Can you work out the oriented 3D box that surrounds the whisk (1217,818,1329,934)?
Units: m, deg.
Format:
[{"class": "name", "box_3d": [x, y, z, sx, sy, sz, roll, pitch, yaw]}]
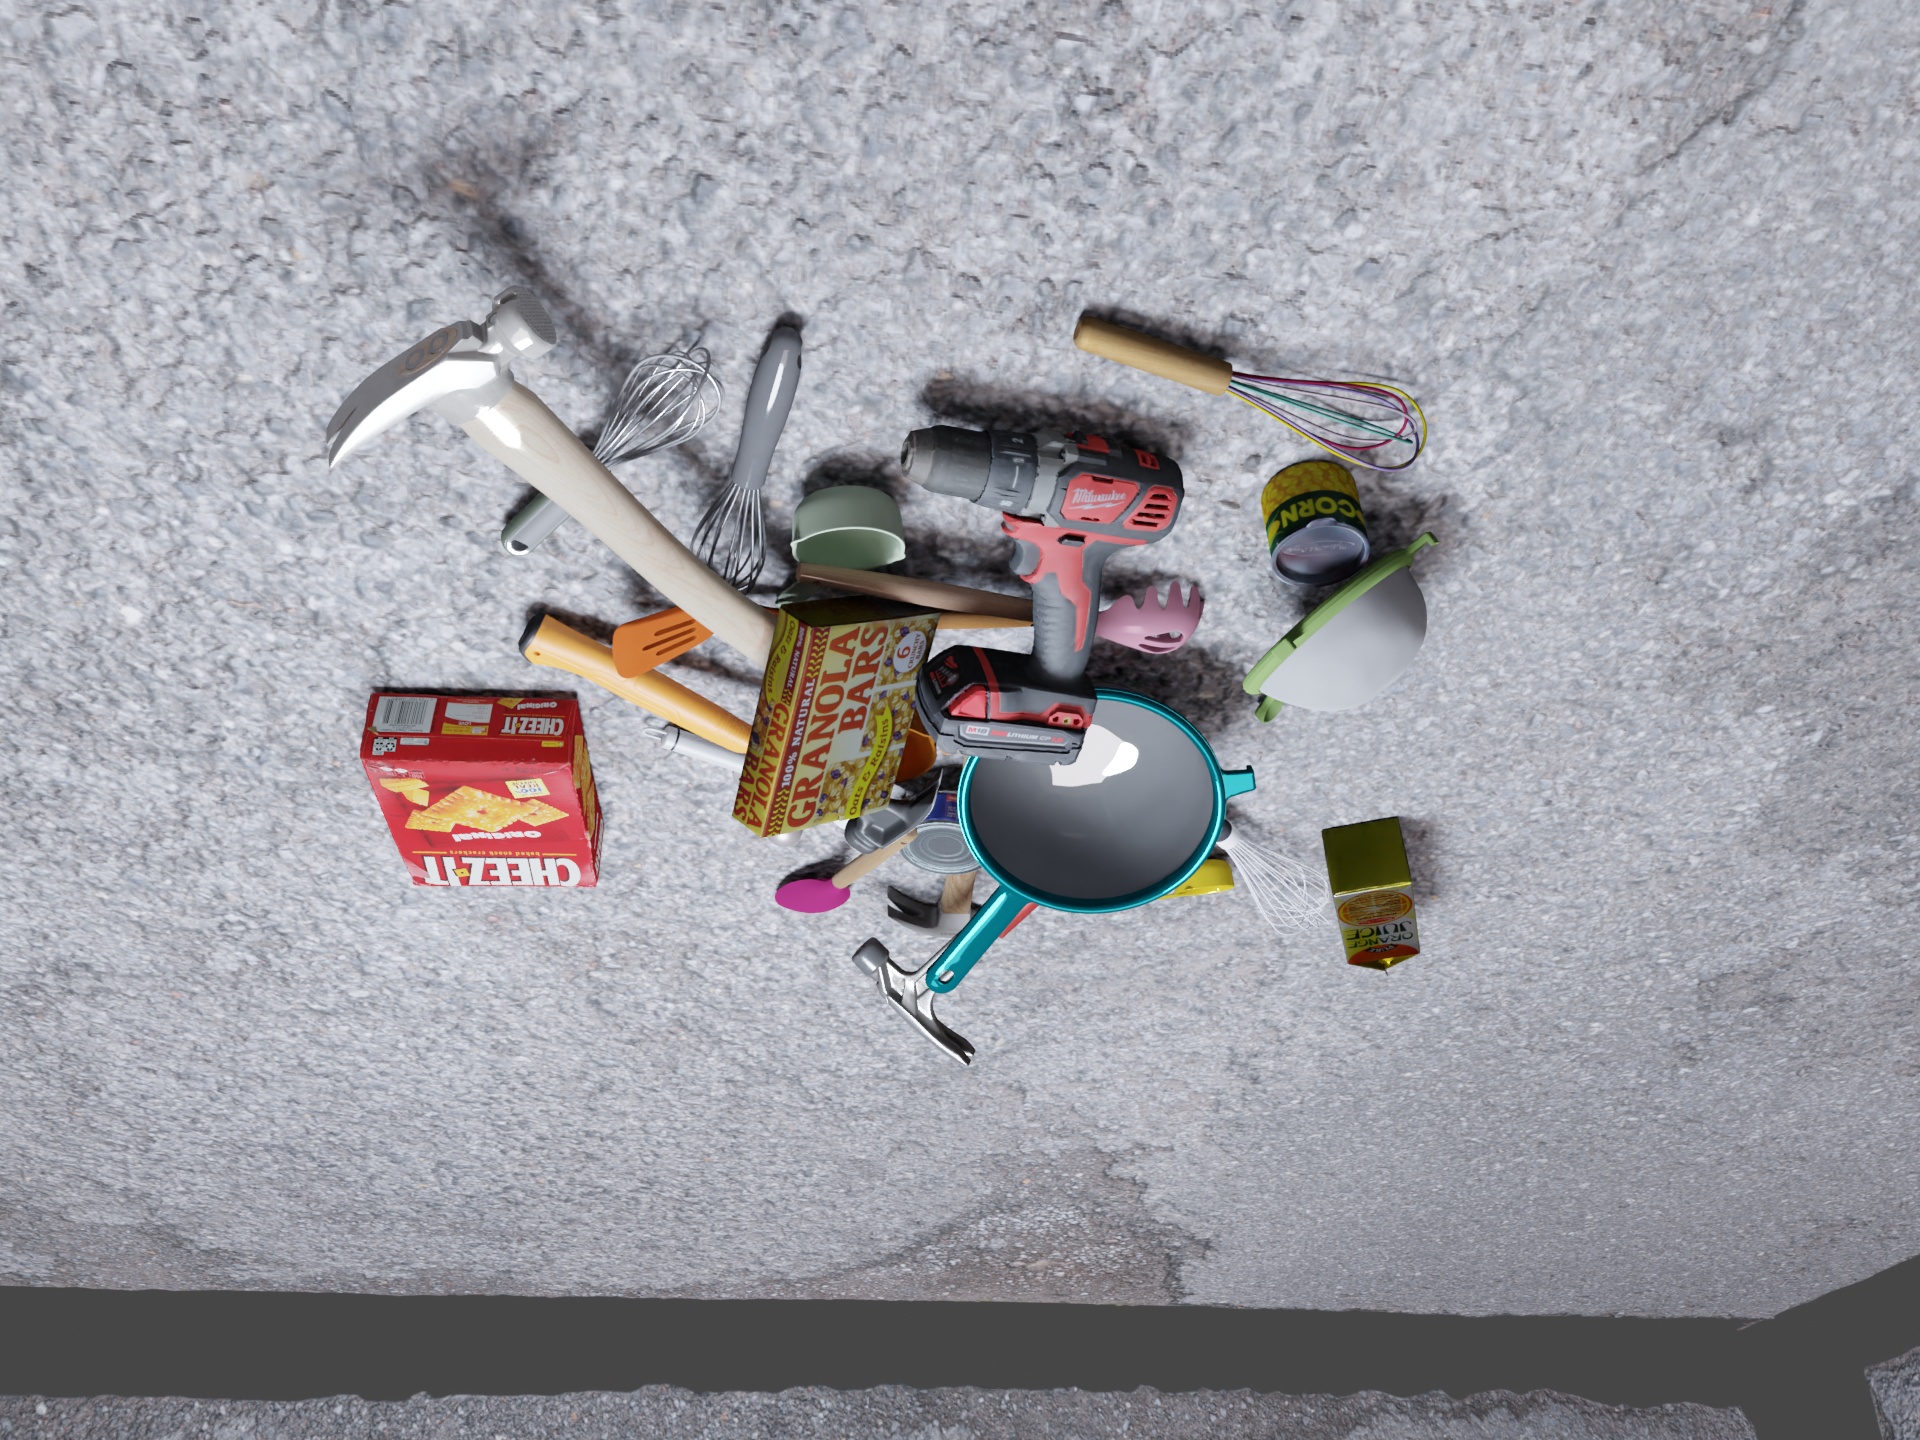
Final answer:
[{"class": "whisk", "box_3d": [0.260, 0.119, 1.458, 0.070, 0.070, 0.284, -25, 134, 29]}]

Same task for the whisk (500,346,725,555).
[{"class": "whisk", "box_3d": [-0.231, -0.166, 1.023, 0.057, 0.059, 0.246, 27, 141, -32]}]

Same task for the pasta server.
[{"class": "pasta server", "box_3d": [0.035, -0.087, 1.136, 0.316, 0.040, 0.060, 8, 144, -21]}]

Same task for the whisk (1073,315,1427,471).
[{"class": "whisk", "box_3d": [0.185, -0.210, 0.994, 0.245, 0.051, 0.047, 14, 121, -16]}]

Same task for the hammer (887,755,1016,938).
[{"class": "hammer", "box_3d": [0.003, 0.115, 1.454, 0.130, 0.031, 0.331, 1, 145, -5]}]

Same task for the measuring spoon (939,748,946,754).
[{"class": "measuring spoon", "box_3d": [-0.002, -0.004, 1.303, 0.021, 0.011, 0.116, 4, 148, -9]}]

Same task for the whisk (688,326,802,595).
[{"class": "whisk", "box_3d": [-0.137, -0.161, 1.040, 0.055, 0.055, 0.238, 9, 139, -15]}]

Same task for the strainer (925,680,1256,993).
[{"class": "strainer", "box_3d": [0.071, 0.091, 1.316, 0.211, 0.095, 0.340, 30, 119, -13]}]

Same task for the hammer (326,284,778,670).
[{"class": "hammer", "box_3d": [-0.203, -0.104, 1.008, 0.146, 0.038, 0.410, -28, 144, 14]}]

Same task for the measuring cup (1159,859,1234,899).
[{"class": "measuring cup", "box_3d": [0.192, 0.158, 1.536, 0.156, 0.029, 0.062, -14, 164, 38]}]

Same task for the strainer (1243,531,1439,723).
[{"class": "strainer", "box_3d": [0.275, -0.031, 1.180, 0.151, 0.069, 0.256, -36, 166, -16]}]

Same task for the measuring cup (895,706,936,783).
[{"class": "measuring cup", "box_3d": [-0.084, -0.014, 1.247, 0.095, 0.052, 0.173, -19, 140, 23]}]

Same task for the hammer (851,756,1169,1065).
[{"class": "hammer", "box_3d": [0.064, 0.159, 1.418, 0.149, 0.037, 0.359, 44, 115, -3]}]

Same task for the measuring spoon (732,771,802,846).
[{"class": "measuring spoon", "box_3d": [-0.173, 0.080, 1.404, 0.034, 0.018, 0.124, -11, 144, 13]}]

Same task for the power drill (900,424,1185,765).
[{"class": "power drill", "box_3d": [0.032, -0.089, 1.065, 0.187, 0.080, 0.226, 7, 119, -19]}]

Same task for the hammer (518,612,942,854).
[{"class": "hammer", "box_3d": [-0.177, 0.005, 1.222, 0.336, 0.034, 0.127, 28, 145, -19]}]

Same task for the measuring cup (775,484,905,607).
[{"class": "measuring cup", "box_3d": [-0.097, -0.120, 1.114, 0.083, 0.038, 0.167, 4, 163, -27]}]

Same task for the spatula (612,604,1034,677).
[{"class": "spatula", "box_3d": [-0.090, -0.066, 1.164, 0.322, 0.041, 0.081, -1, 155, -9]}]

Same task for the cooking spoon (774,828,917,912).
[{"class": "cooking spoon", "box_3d": [-0.101, 0.139, 1.435, 0.068, 0.017, 0.319, 13, 157, -19]}]

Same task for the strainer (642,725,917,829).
[{"class": "strainer", "box_3d": [-0.149, 0.050, 1.347, 0.258, 0.050, 0.087, 20, 154, -23]}]
